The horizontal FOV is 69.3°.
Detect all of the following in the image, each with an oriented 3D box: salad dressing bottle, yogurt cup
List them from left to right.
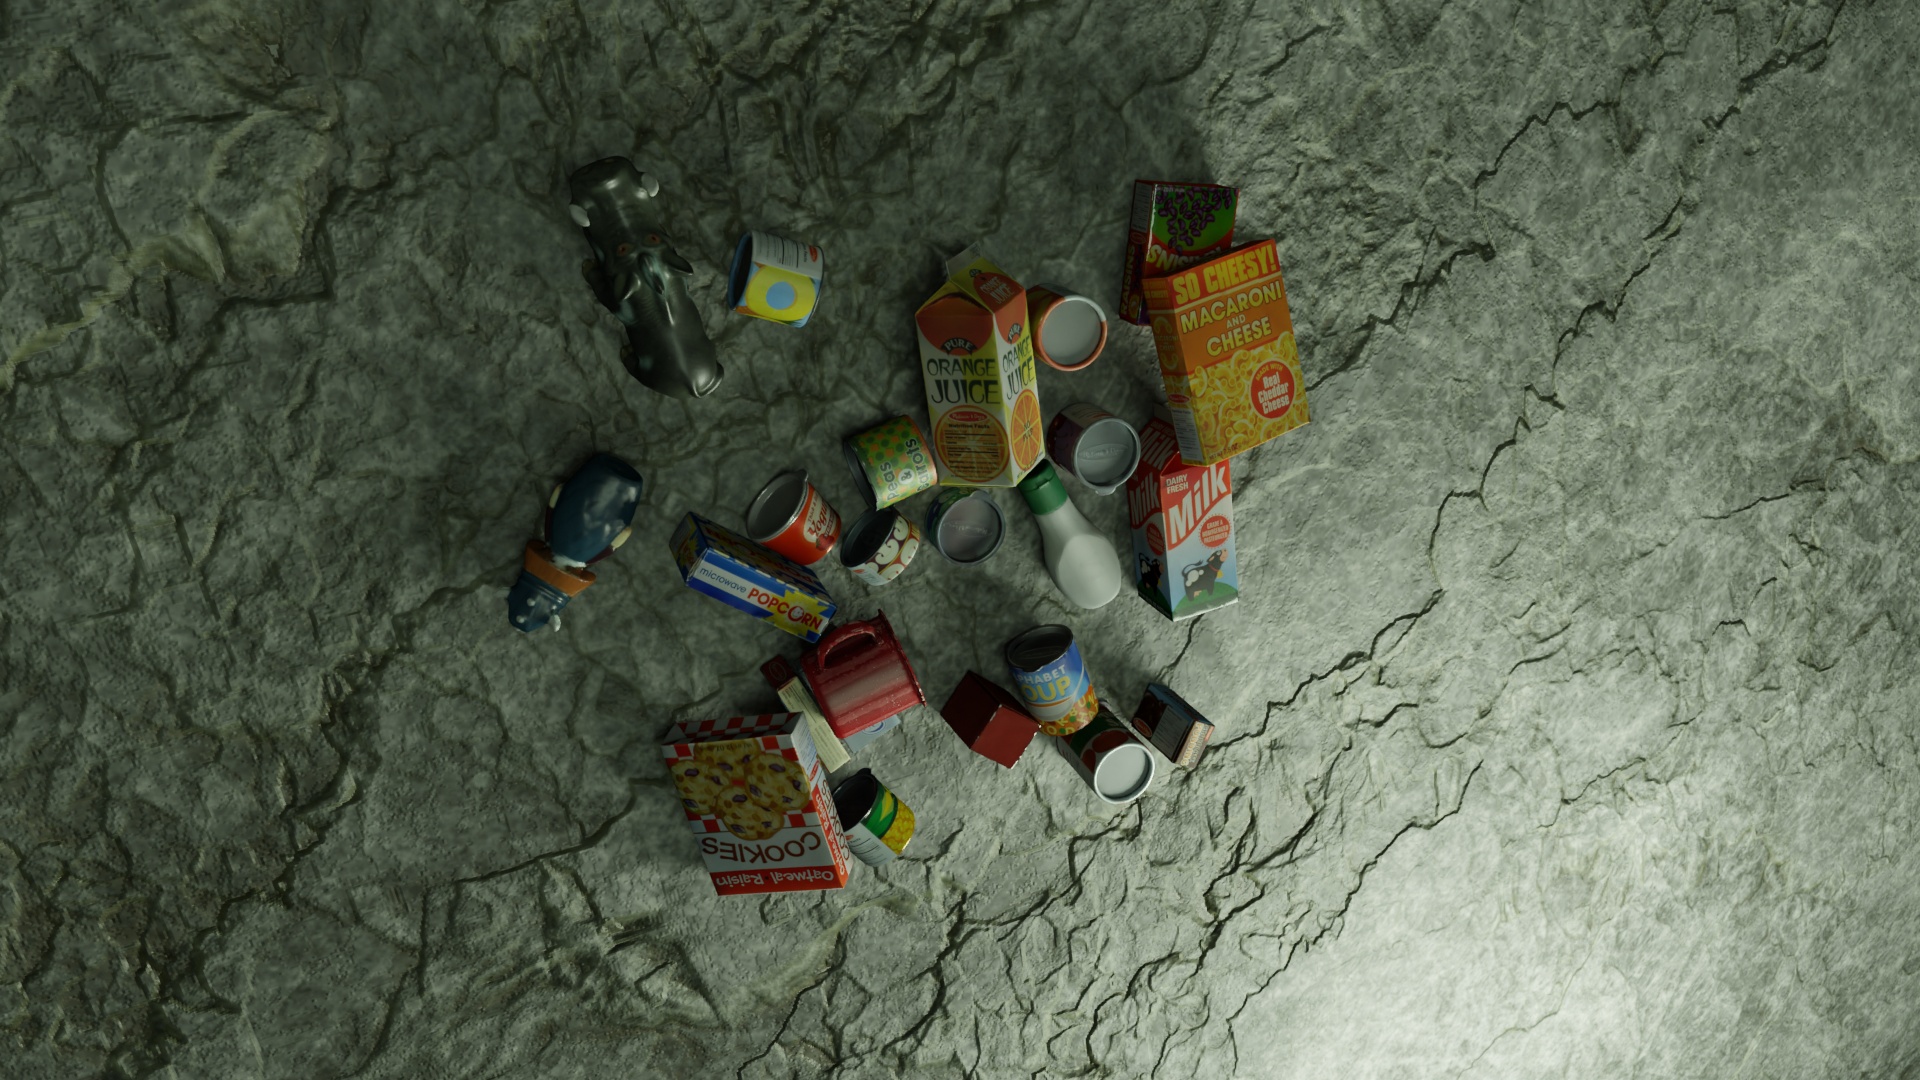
[{"bbox_3d":[-0.137,-0.015,1.156,0.072,0.072,0.054,-49,126,0],"label":"yogurt cup"},{"bbox_3d":[0.097,-0.006,1.264,0.064,0.044,0.147,-33,116,-6],"label":"salad dressing bottle"}]

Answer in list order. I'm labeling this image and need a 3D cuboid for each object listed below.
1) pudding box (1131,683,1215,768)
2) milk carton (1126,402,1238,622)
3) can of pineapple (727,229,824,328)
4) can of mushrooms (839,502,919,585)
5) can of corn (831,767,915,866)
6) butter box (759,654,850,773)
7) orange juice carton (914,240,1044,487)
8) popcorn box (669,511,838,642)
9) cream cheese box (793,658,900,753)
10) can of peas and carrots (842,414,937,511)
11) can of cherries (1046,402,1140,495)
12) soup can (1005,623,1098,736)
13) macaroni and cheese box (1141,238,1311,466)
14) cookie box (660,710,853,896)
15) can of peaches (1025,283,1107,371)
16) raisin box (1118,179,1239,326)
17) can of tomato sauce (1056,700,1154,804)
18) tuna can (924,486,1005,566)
[{"bbox_3d":[0.206,0.179,1.351,0.030,0.084,0.049,18,101,-29],"label":"pudding box"},{"bbox_3d":[0.202,-0.030,1.281,0.073,0.072,0.189,-16,113,-16],"label":"milk carton"},{"bbox_3d":[-0.145,-0.203,1.084,0.058,0.071,0.070,11,104,-24],"label":"can of pineapple"},{"bbox_3d":[-0.067,0.002,1.188,0.033,0.071,0.071,40,91,-29],"label":"can of mushrooms"},{"bbox_3d":[-0.083,0.254,1.274,0.071,0.071,0.058,-44,119,-2],"label":"can of corn"},{"bbox_3d":[-0.137,0.153,1.222,0.024,0.053,0.103,-34,118,-10],"label":"butter box"},{"bbox_3d":[0.015,-0.145,1.149,0.073,0.072,0.191,3,115,25],"label":"orange juice carton"},{"bbox_3d":[-0.172,0.030,1.145,0.126,0.085,0.038,28,98,-28],"label":"popcorn box"},{"bbox_3d":[-0.101,0.137,1.246,0.053,0.024,0.103,-33,117,-8],"label":"cream cheese box"},{"bbox_3d":[-0.058,-0.065,1.165,0.059,0.071,0.070,-25,116,-12],"label":"can of peas and carrots"},{"bbox_3d":[0.117,-0.082,1.236,0.071,0.058,0.071,-8,111,-20],"label":"can of cherries"},{"bbox_3d":[0.085,0.132,1.293,0.071,0.071,0.083,-28,117,-10],"label":"soup can"},{"bbox_3d":[0.230,-0.162,1.199,0.124,0.040,0.166,-23,107,-25],"label":"macaroni and cheese box"},{"bbox_3d":[-0.175,0.231,1.211,0.123,0.040,0.166,-7,115,16],"label":"cookie box"},{"bbox_3d":[0.083,-0.180,1.187,0.071,0.058,0.071,-7,111,-20],"label":"can of peaches"},{"bbox_3d":[0.191,-0.250,1.216,0.086,0.040,0.123,-2,110,-22],"label":"raisin box"},{"bbox_3d":[0.140,0.203,1.333,0.071,0.083,0.071,-7,112,-19],"label":"can of tomato sauce"},{"bbox_3d":[0.004,-0.015,1.229,0.071,0.033,0.070,-7,111,-19],"label":"tuna can"}]
